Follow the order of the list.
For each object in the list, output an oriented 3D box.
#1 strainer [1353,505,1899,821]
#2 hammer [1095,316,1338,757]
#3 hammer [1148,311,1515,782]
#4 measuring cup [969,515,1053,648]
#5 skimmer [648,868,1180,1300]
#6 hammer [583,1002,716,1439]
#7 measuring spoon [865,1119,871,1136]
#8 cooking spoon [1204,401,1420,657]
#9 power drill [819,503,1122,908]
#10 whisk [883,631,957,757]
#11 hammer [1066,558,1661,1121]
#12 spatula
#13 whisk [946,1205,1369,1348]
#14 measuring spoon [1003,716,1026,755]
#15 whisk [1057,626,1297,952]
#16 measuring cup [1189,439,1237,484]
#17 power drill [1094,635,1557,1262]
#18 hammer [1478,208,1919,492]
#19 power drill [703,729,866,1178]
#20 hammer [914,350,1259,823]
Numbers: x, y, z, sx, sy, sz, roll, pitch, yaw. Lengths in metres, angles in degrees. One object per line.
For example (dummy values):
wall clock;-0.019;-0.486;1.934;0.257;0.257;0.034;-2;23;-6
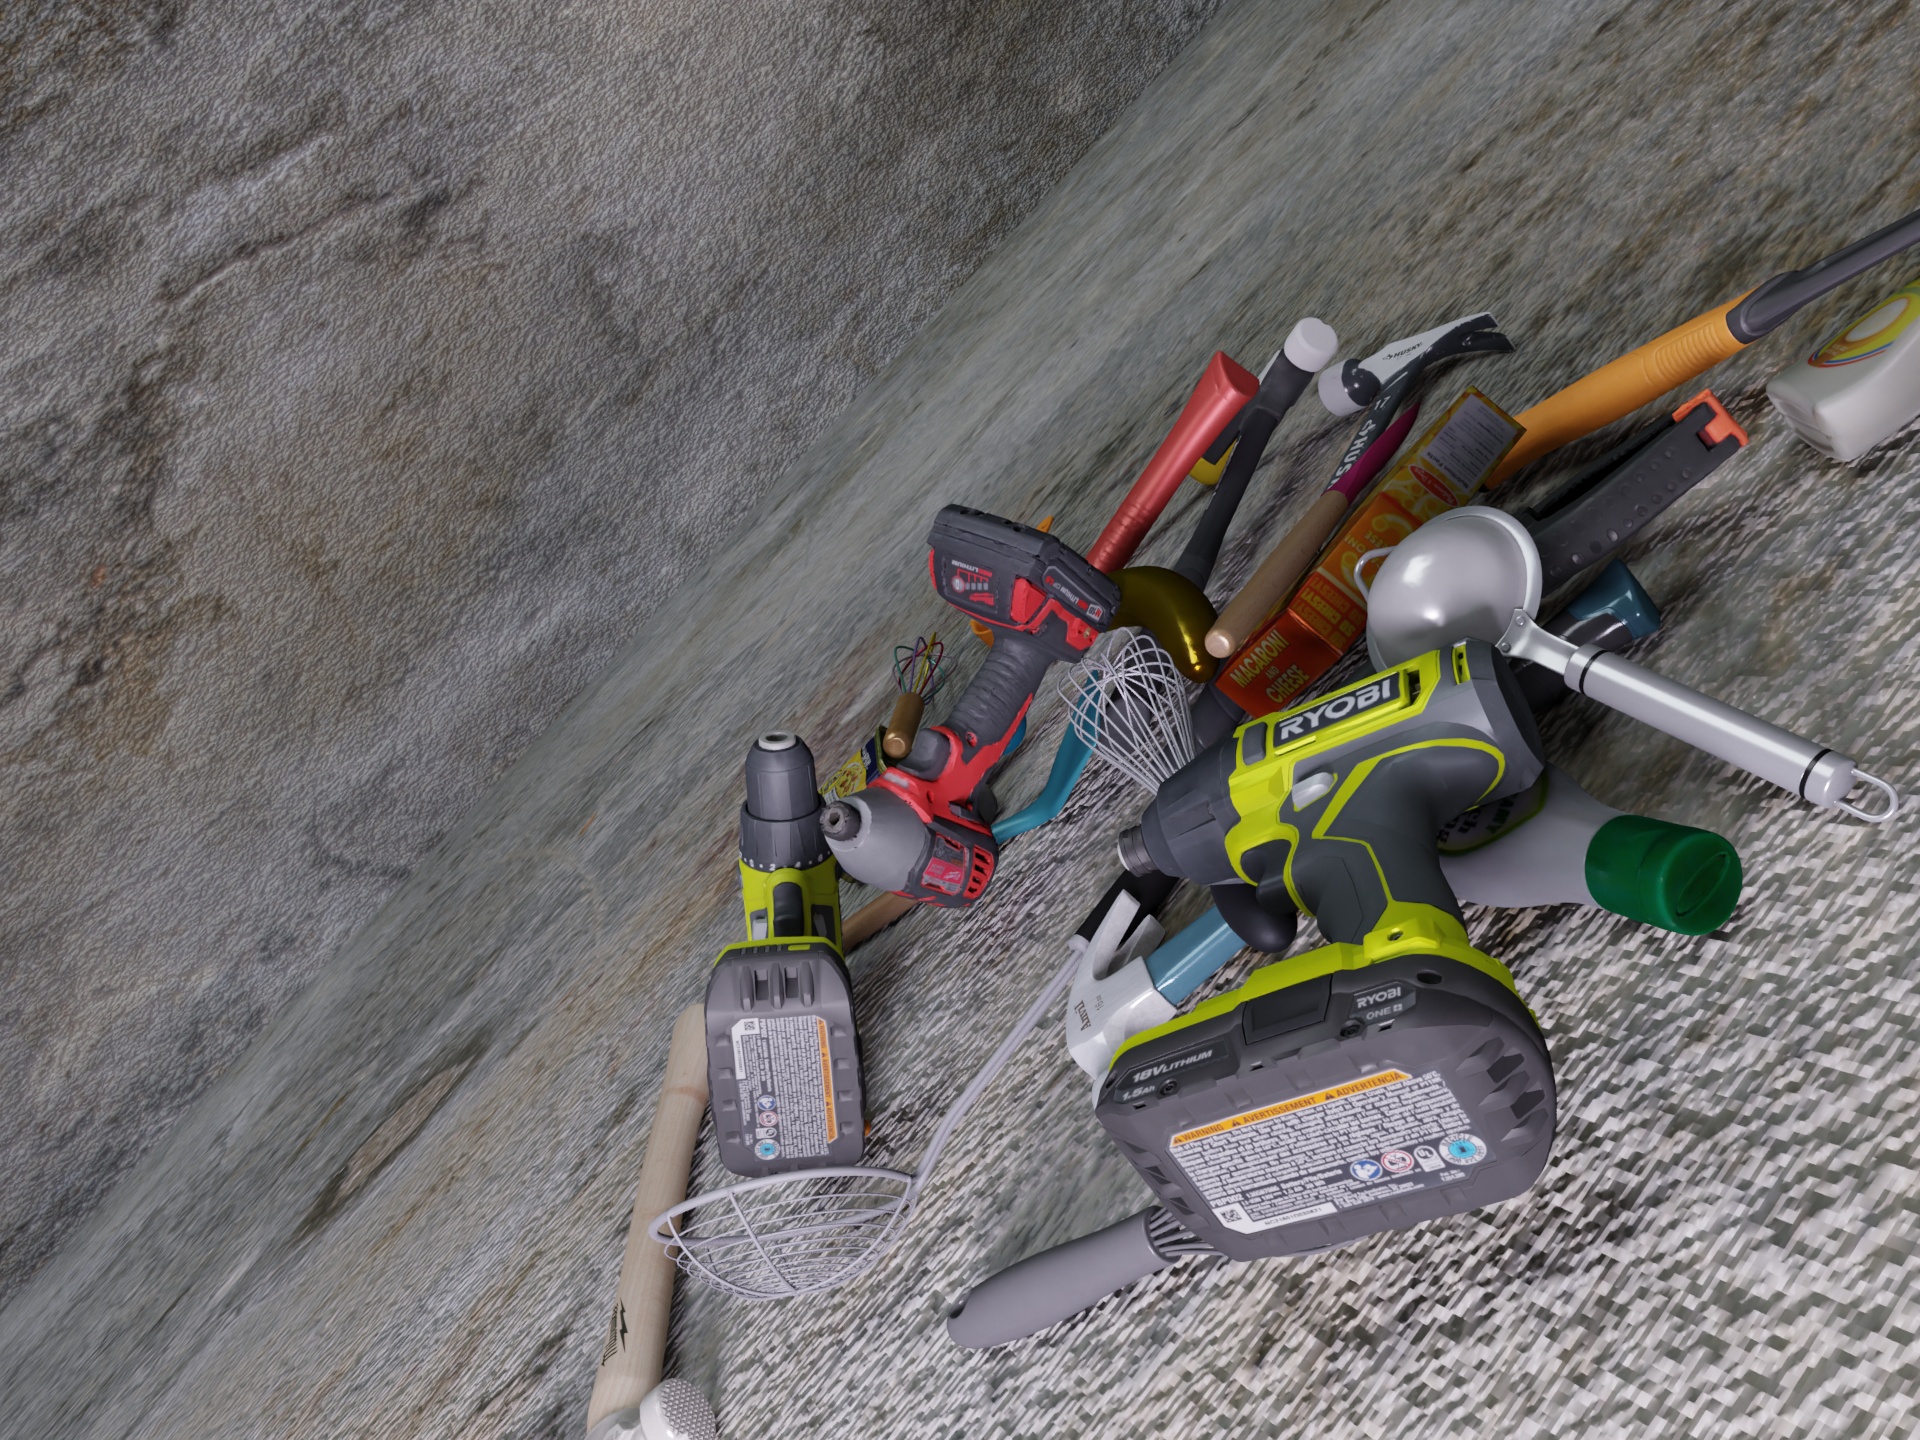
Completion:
strainer;0.237;-0.025;0.617;0.259;0.050;0.087;36;104;47
hammer;0.159;-0.113;1.058;0.335;0.035;0.146;-62;3;-29
hammer;0.217;-0.109;0.971;0.149;0.036;0.409;-17;34;53
measuring cup;0.067;-0.104;1.251;0.095;0.052;0.174;-33;20;32
skimmer;0.002;0.144;0.799;0.363;0.090;0.127;-48;-21;-18
hammer;-0.188;0.303;0.948;0.146;0.038;0.411;-42;18;14
measuring spoon;-0.087;0.236;0.914;0.117;0.011;0.021;-21;30;50
cooking spoon;0.188;-0.104;0.831;0.068;0.017;0.319;-48;-3;40
power drill;-0.001;-0.003;0.913;0.079;0.143;0.220;22;88;34
whisk;-0.037;-0.022;1.244;0.047;0.051;0.245;-46;9;16
hammer;0.178;0.048;0.721;0.331;0.033;0.128;-41;20;10
spatula;-0.016;0.086;1.031;0.317;0.044;0.082;-37;25;25
whisk;0.076;0.199;0.604;0.239;0.055;0.055;-37;19;34
measuring spoon;0.042;-0.023;1.032;0.042;0.021;0.129;-41;19;47
whisk;0.106;0.031;0.773;0.070;0.070;0.285;-41;26;10
measuring cup;0.169;-0.167;1.225;0.156;0.029;0.062;-54;15;10
power drill;0.123;0.071;0.566;0.171;0.080;0.223;-25;24;26
hammer;0.366;-0.189;0.755;0.127;0.034;0.337;-43;6;-30
power drill;-0.099;0.129;0.909;0.080;0.190;0.229;-4;23;-3
hammer;0.086;-0.094;1.100;0.359;0.036;0.149;-56;18;8
